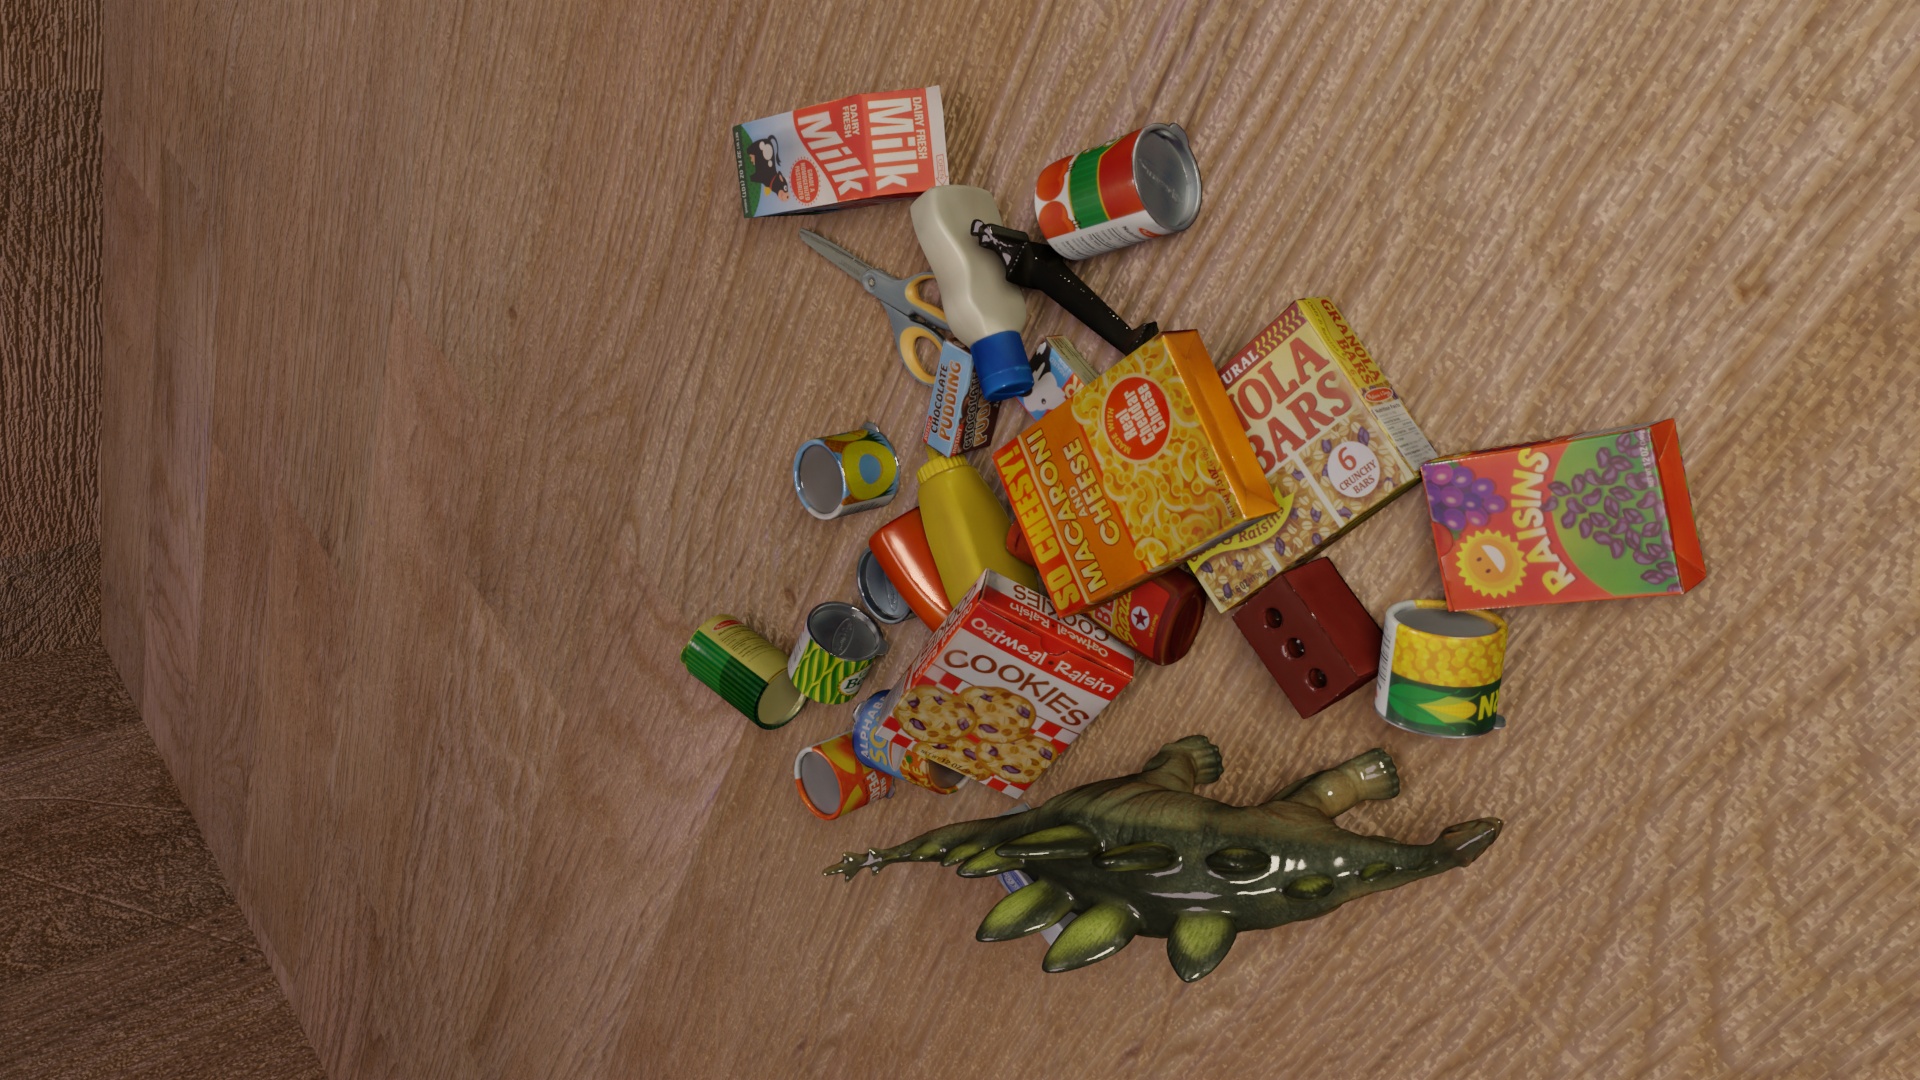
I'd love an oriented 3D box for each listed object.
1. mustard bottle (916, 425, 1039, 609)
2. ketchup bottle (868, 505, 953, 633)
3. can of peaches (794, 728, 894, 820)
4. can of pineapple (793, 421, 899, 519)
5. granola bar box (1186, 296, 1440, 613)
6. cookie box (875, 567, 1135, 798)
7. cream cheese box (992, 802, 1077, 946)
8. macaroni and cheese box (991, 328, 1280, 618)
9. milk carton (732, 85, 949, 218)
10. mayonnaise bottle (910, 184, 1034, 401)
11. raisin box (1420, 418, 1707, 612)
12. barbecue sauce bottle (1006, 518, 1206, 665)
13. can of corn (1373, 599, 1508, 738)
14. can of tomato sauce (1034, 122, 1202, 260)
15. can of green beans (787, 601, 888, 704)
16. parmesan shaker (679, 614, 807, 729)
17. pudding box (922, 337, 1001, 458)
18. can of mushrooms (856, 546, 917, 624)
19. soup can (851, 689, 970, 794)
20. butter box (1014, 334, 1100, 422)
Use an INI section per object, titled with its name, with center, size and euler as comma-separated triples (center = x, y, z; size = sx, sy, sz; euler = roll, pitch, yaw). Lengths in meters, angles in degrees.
[mustard bottle]
center = 0.004, -0.013, 1.024
size = 0.048, 0.065, 0.160
euler = -36, 71, 41
[ketchup bottle]
center = -0.005, 0.045, 1.051
size = 0.149, 0.065, 0.043
euler = 57, 147, 6
[can of peaches]
center = -0.099, 0.201, 1.189
size = 0.071, 0.058, 0.071
euler = 15, 111, 42
[can of pineapple]
center = -0.092, -0.055, 1.109
size = 0.071, 0.058, 0.070
euler = 15, 112, 42
[granola bar box]
center = 0.188, -0.049, 0.842
size = 0.164, 0.039, 0.124
euler = -44, 70, 43
[cookie box]
center = 0.030, 0.107, 0.996
size = 0.123, 0.040, 0.166
euler = 27, 130, -12
[cream cheese box]
center = 0.058, 0.250, 1.048
size = 0.104, 0.053, 0.024
euler = 49, 133, 24
[macaroni and cheese box]
center = 0.105, -0.037, 0.871
size = 0.165, 0.040, 0.124
euler = -34, 73, 45
[milk carton]
center = -0.079, -0.282, 1.019
size = 0.190, 0.074, 0.072
euler = 3, 104, 44
[mayonnaise bottle]
center = 0.013, -0.170, 0.955
size = 0.041, 0.065, 0.148
euler = -28, 74, 47
[raisin box]
center = 0.313, -0.011, 0.728
size = 0.123, 0.040, 0.086
euler = -9, 96, 47
[barbecue sauce bottle]
center = 0.096, 0.025, 0.953
size = 0.149, 0.044, 0.064
euler = 32, 122, 36
[can of corn]
center = 0.271, 0.071, 0.776
size = 0.071, 0.071, 0.058
euler = 17, 113, 41
[can of tomato sauce]
center = 0.098, -0.218, 0.867
size = 0.083, 0.071, 0.071
euler = -7, 97, 47
[can of green beans]
center = -0.105, 0.094, 1.159
size = 0.071, 0.071, 0.057
euler = 47, 131, 25
[parmesan shaker]
center = -0.194, 0.119, 1.251
size = 0.103, 0.071, 0.071
euler = 30, 122, 36
[pudding box]
center = 0.005, -0.106, 1.003
size = 0.030, 0.050, 0.083
euler = 34, 123, 32
[can of mushrooms]
center = -0.048, 0.032, 1.107
size = 0.071, 0.033, 0.070
euler = 14, 111, 42
[soup can]
center = -0.036, 0.159, 1.104
size = 0.084, 0.071, 0.071
euler = 11, 109, 42
[butter box]
center = 0.082, -0.087, 0.949
size = 0.104, 0.024, 0.052
euler = 52, 131, 21
